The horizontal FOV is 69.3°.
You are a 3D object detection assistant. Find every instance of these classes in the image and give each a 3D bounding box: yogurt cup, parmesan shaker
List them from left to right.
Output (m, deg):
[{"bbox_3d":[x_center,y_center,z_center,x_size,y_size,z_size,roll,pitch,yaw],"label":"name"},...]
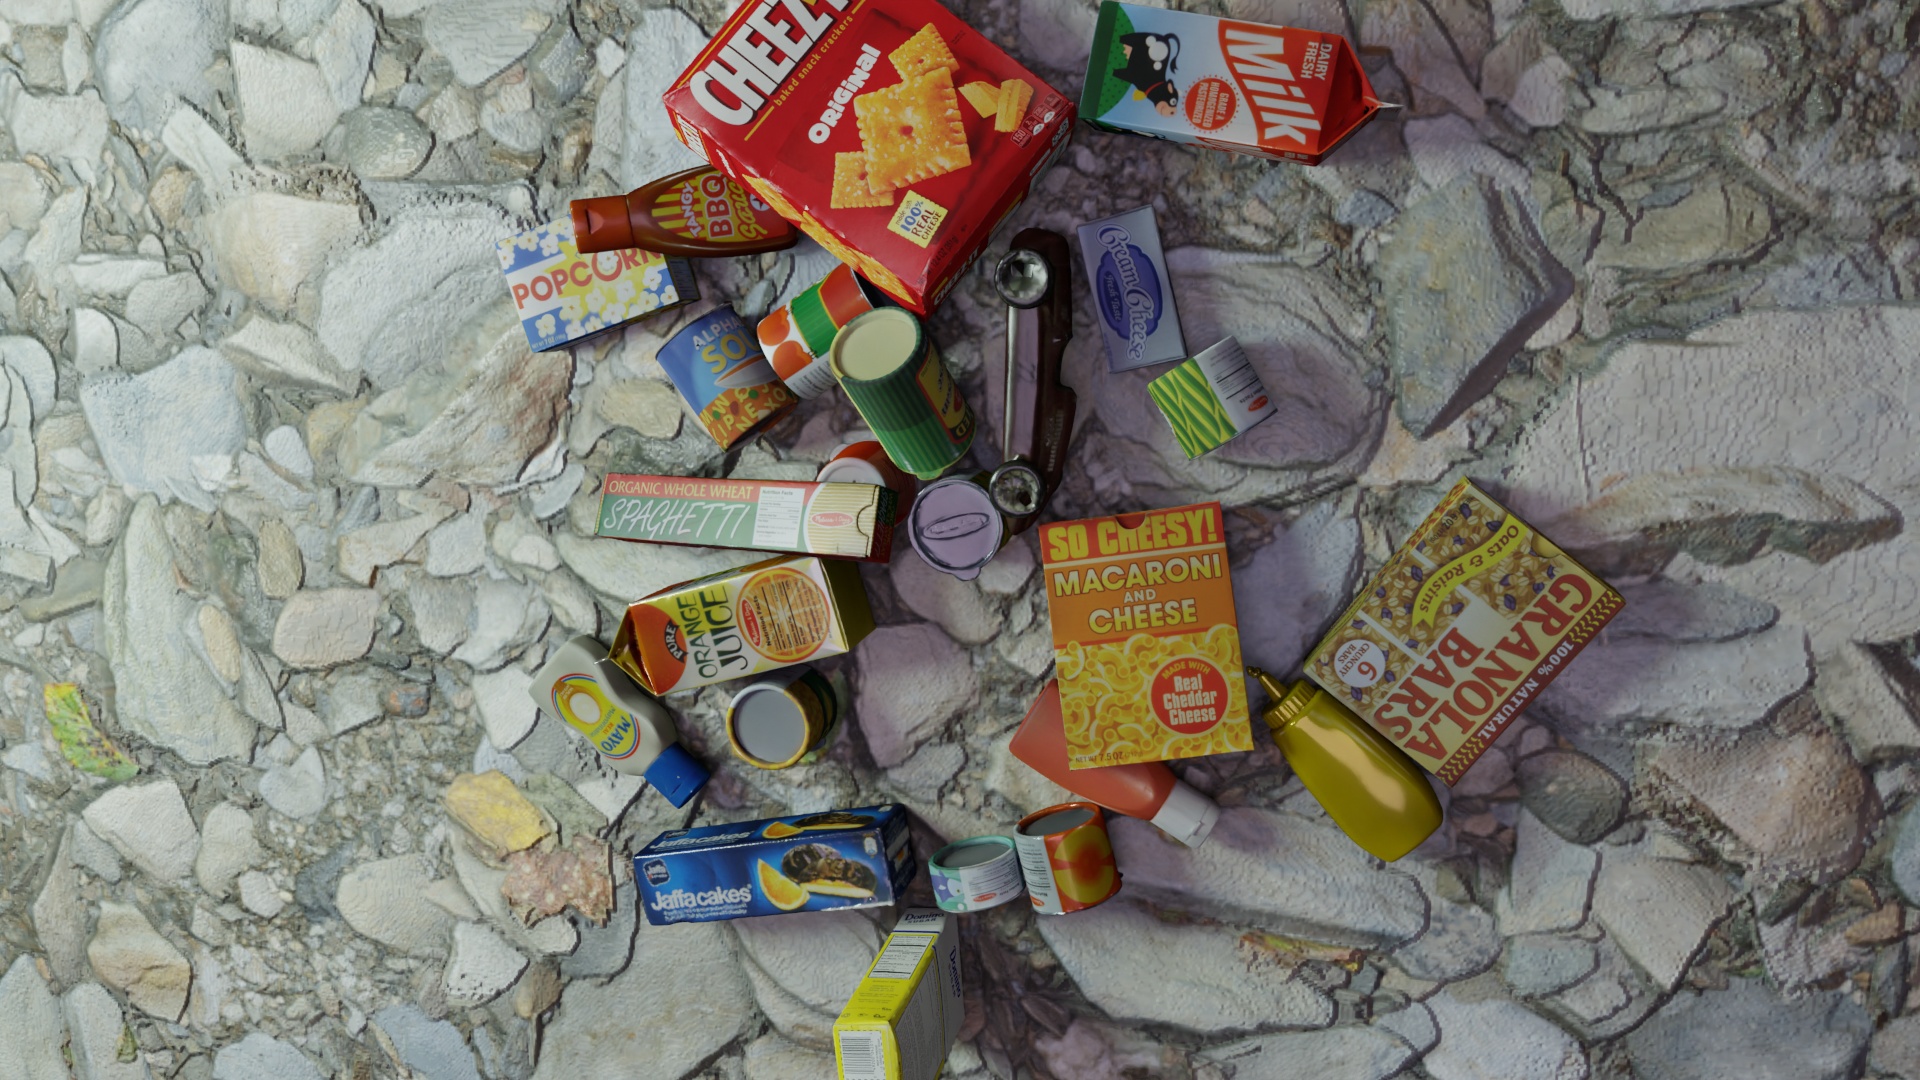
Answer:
[{"bbox_3d":[-0.069,-0.035,0.977,0.072,0.054,0.072,2,100,12],"label":"yogurt cup"},{"bbox_3d":[-0.037,-0.097,0.923,0.071,0.102,0.071,-11,56,16],"label":"parmesan shaker"}]

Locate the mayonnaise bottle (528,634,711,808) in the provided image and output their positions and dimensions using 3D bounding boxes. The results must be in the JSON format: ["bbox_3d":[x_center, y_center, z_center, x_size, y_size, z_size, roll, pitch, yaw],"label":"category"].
[{"bbox_3d":[-0.255,0.141,1.056,0.148,0.041,0.064,42,104,4],"label":"mayonnaise bottle"}]

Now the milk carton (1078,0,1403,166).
[{"bbox_3d":[0.177,-0.282,0.869,0.191,0.072,0.073,13,102,10],"label":"milk carton"}]

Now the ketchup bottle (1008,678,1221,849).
[{"bbox_3d":[0.111,0.161,0.974,0.149,0.043,0.064,33,102,6],"label":"ketchup bottle"}]

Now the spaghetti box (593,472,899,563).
[{"bbox_3d":[-0.154,-0.018,0.967,0.250,0.028,0.050,4,81,32],"label":"spaghetti box"}]

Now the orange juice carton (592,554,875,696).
[{"bbox_3d":[-0.168,0.060,1.007,0.192,0.072,0.073,-14,96,15],"label":"orange juice carton"}]

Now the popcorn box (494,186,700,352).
[{"bbox_3d":[-0.263,-0.194,1.003,0.126,0.038,0.085,-16,95,15],"label":"popcorn box"}]

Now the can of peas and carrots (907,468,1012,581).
[{"bbox_3d":[0.003,-0.012,0.962,0.071,0.059,0.070,2,101,12],"label":"can of peas and carrots"}]

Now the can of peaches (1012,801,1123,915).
[{"bbox_3d":[0.077,0.223,0.982,0.071,0.071,0.058,-14,96,15],"label":"can of peaches"}]

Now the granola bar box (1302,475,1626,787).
[{"bbox_3d":[0.326,0.060,0.910,0.124,0.039,0.165,38,106,4],"label":"granola bar box"}]

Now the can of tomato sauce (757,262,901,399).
[{"bbox_3d":[-0.089,-0.147,0.957,0.083,0.071,0.071,-32,91,17],"label":"can of tomato sauce"}]

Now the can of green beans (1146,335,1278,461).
[{"bbox_3d":[0.164,-0.093,0.908,0.071,0.071,0.058,-30,91,16],"label":"can of green beans"}]

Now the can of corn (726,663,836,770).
[{"bbox_3d":[-0.129,0.131,1.016,0.071,0.058,0.071,2,100,13],"label":"can of corn"}]

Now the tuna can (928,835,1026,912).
[{"bbox_3d":[0.011,0.239,1.000,0.071,0.071,0.032,-10,96,15],"label":"tuna can"}]

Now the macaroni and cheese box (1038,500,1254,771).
[{"bbox_3d":[0.124,0.063,0.933,0.124,0.040,0.166,-8,87,5],"label":"macaroni and cheese box"}]

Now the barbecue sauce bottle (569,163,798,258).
[{"bbox_3d":[-0.188,-0.223,0.950,0.149,0.043,0.065,-9,94,-10],"label":"barbecue sauce bottle"}]

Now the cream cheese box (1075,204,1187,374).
[{"bbox_3d":[0.115,-0.167,0.928,0.053,0.024,0.103,-12,96,14],"label":"cream cheese box"}]

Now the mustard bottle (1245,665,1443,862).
[{"bbox_3d":[0.251,0.140,0.935,0.065,0.049,0.160,-43,87,16],"label":"mustard bottle"}]

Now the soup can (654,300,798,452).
[{"bbox_3d":[-0.162,-0.115,0.978,0.071,0.071,0.084,-36,91,16],"label":"soup can"}]
